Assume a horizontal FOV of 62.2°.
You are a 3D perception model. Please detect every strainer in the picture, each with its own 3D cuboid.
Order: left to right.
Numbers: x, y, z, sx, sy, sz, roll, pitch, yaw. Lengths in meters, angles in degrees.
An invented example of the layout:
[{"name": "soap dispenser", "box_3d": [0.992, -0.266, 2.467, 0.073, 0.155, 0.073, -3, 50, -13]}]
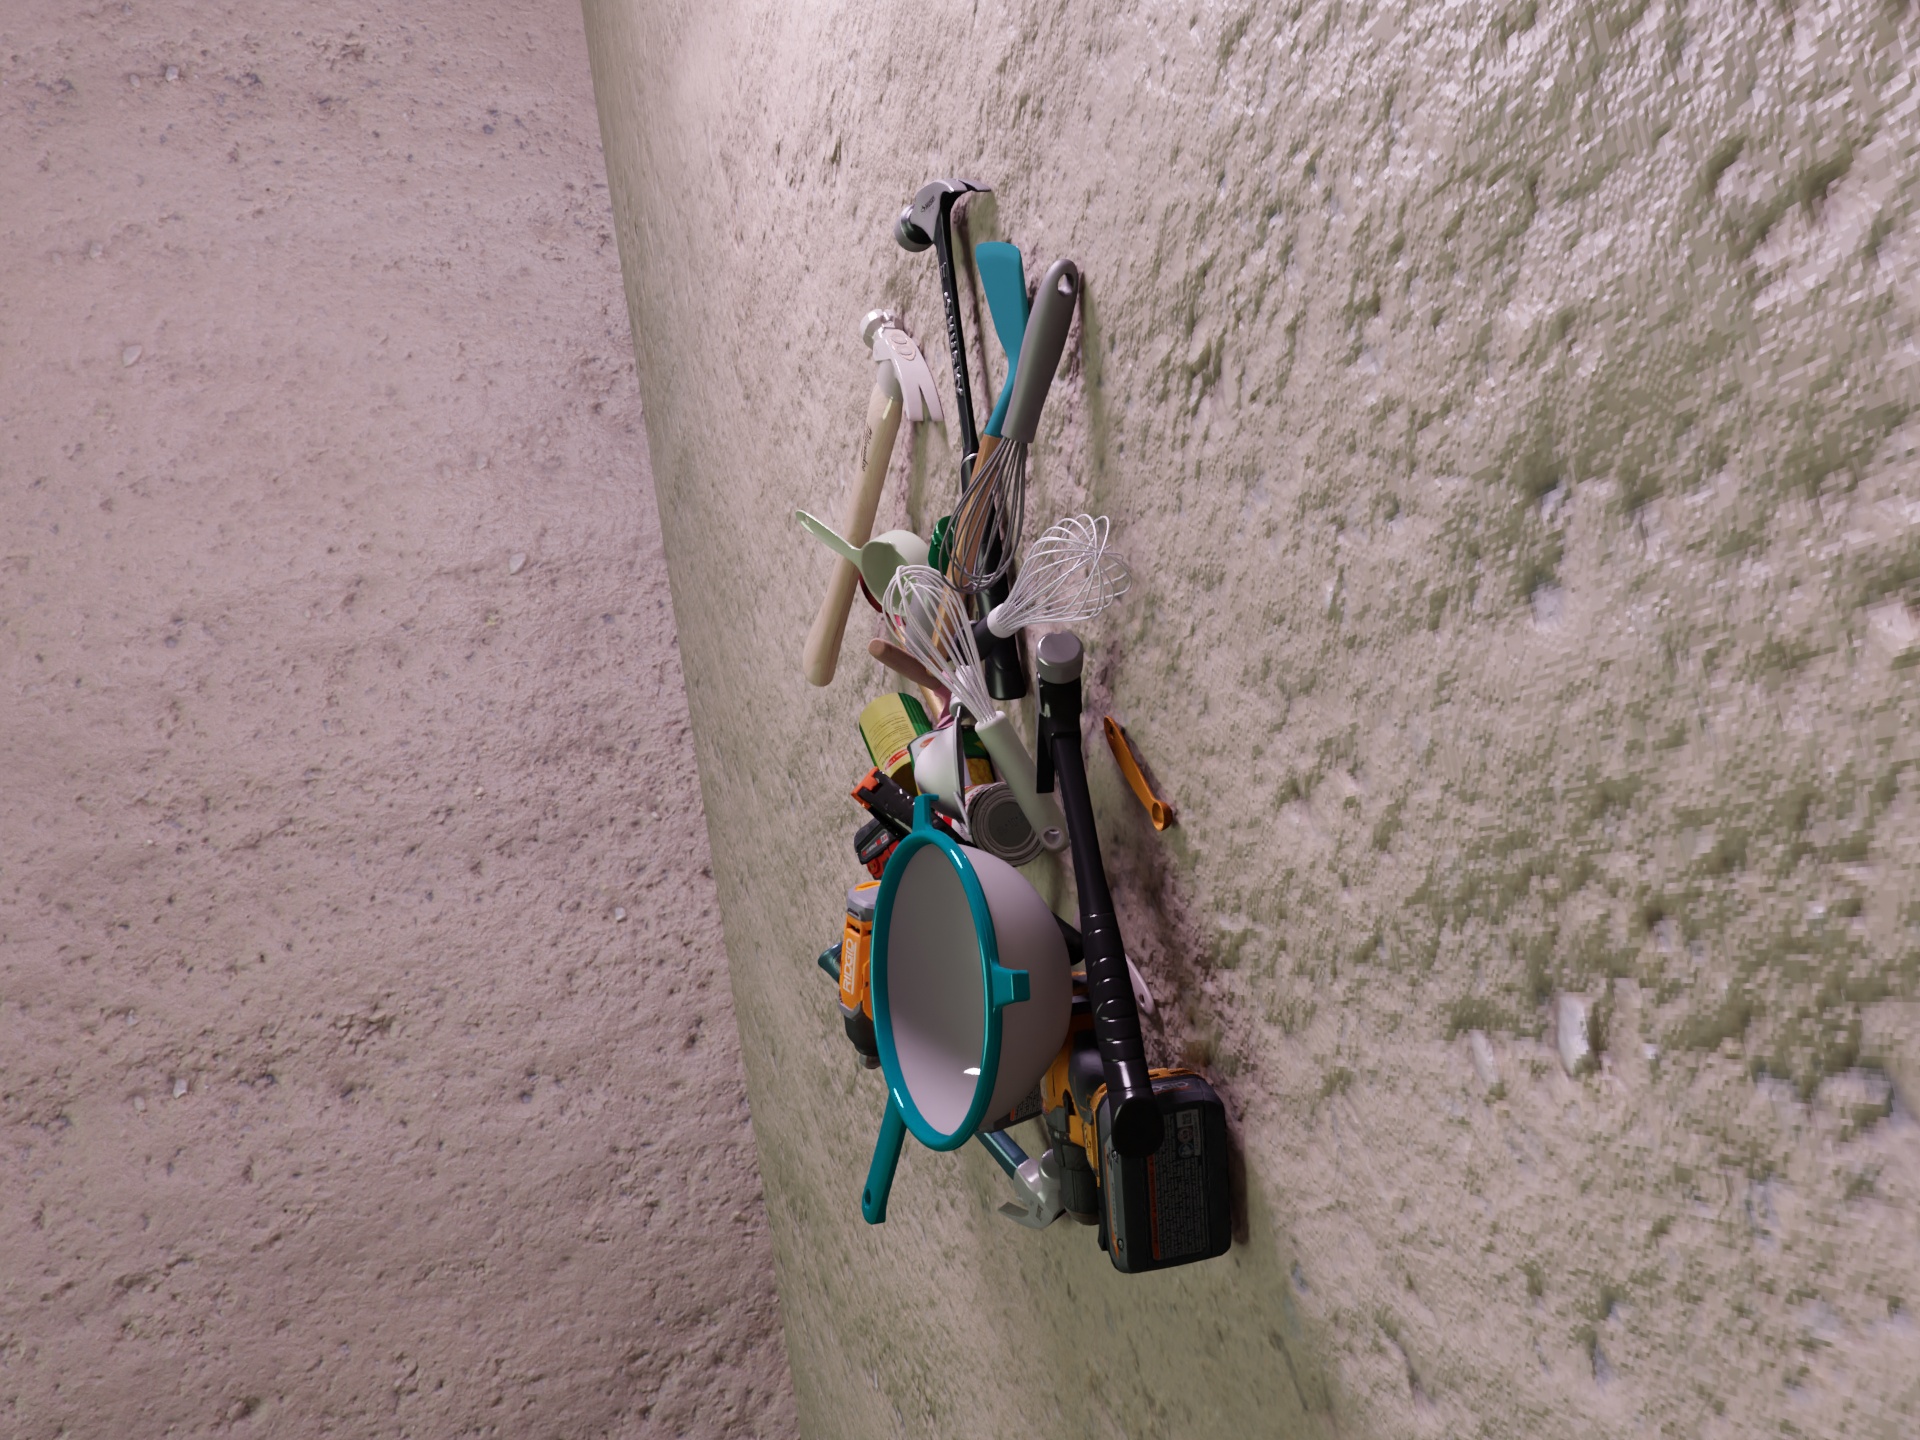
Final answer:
[{"name": "strainer", "box_3d": [-0.002, -0.004, 1.240, 0.259, 0.050, 0.086, -80, -12, -49]}, {"name": "strainer", "box_3d": [0.003, 0.230, 1.105, 0.211, 0.095, 0.340, -119, 36, -49]}]

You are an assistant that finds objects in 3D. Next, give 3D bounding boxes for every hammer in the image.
[{"name": "hammer", "box_3d": [-0.096, -0.179, 1.523, 0.410, 0.038, 0.146, 109, 148, -44]}, {"name": "hammer", "box_3d": [-0.019, 0.307, 1.384, 0.331, 0.033, 0.128, 43, 147, 32]}, {"name": "hammer", "box_3d": [0.010, -0.218, 1.239, 0.149, 0.036, 0.409, 174, 88, -72]}, {"name": "hammer", "box_3d": [0.085, 0.115, 1.014, 0.146, 0.035, 0.335, 87, 176, -53]}]

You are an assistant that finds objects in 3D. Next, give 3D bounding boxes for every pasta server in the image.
[{"name": "pasta server", "box_3d": [-0.034, -0.033, 1.260, 0.316, 0.040, 0.060, 27, -128, -77]}]

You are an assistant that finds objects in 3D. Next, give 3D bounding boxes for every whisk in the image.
[{"name": "whisk", "box_3d": [0.017, -0.007, 1.160, 0.246, 0.058, 0.059, 60, -162, -14]}, {"name": "whisk", "box_3d": [0.036, -0.194, 1.077, 0.055, 0.055, 0.239, -126, 48, -57]}, {"name": "whisk", "box_3d": [0.042, -0.077, 1.115, 0.284, 0.070, 0.070, 149, 112, -68]}]

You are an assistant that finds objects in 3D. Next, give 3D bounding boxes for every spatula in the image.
[{"name": "spatula", "box_3d": [0.008, -0.186, 1.168, 0.082, 0.044, 0.317, 37, 116, 62]}]

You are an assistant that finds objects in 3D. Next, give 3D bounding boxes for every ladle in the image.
[{"name": "ladle", "box_3d": [-0.047, -0.068, 1.510, 0.316, 0.031, 0.069, -117, 25, -43]}]

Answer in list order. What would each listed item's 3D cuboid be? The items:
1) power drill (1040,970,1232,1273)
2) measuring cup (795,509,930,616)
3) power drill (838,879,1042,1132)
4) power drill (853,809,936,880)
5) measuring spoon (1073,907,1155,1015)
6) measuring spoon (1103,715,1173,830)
[{"name": "power drill", "box_3d": [0.107, 0.289, 1.077, 0.226, 0.084, 0.185, -145, 49, -74]}, {"name": "measuring cup", "box_3d": [-0.084, -0.158, 1.453, 0.168, 0.038, 0.083, 35, 143, 29]}, {"name": "power drill", "box_3d": [-0.018, 0.243, 1.290, 0.227, 0.084, 0.164, 24, 115, 46]}, {"name": "power drill", "box_3d": [-0.006, 0.181, 1.388, 0.188, 0.080, 0.227, -40, 66, 63]}, {"name": "measuring spoon", "box_3d": [0.106, 0.170, 1.123, 0.124, 0.018, 0.034, -125, 32, -57]}, {"name": "measuring spoon", "box_3d": [0.117, 0.032, 1.047, 0.117, 0.011, 0.021, -114, 23, -52]}]
